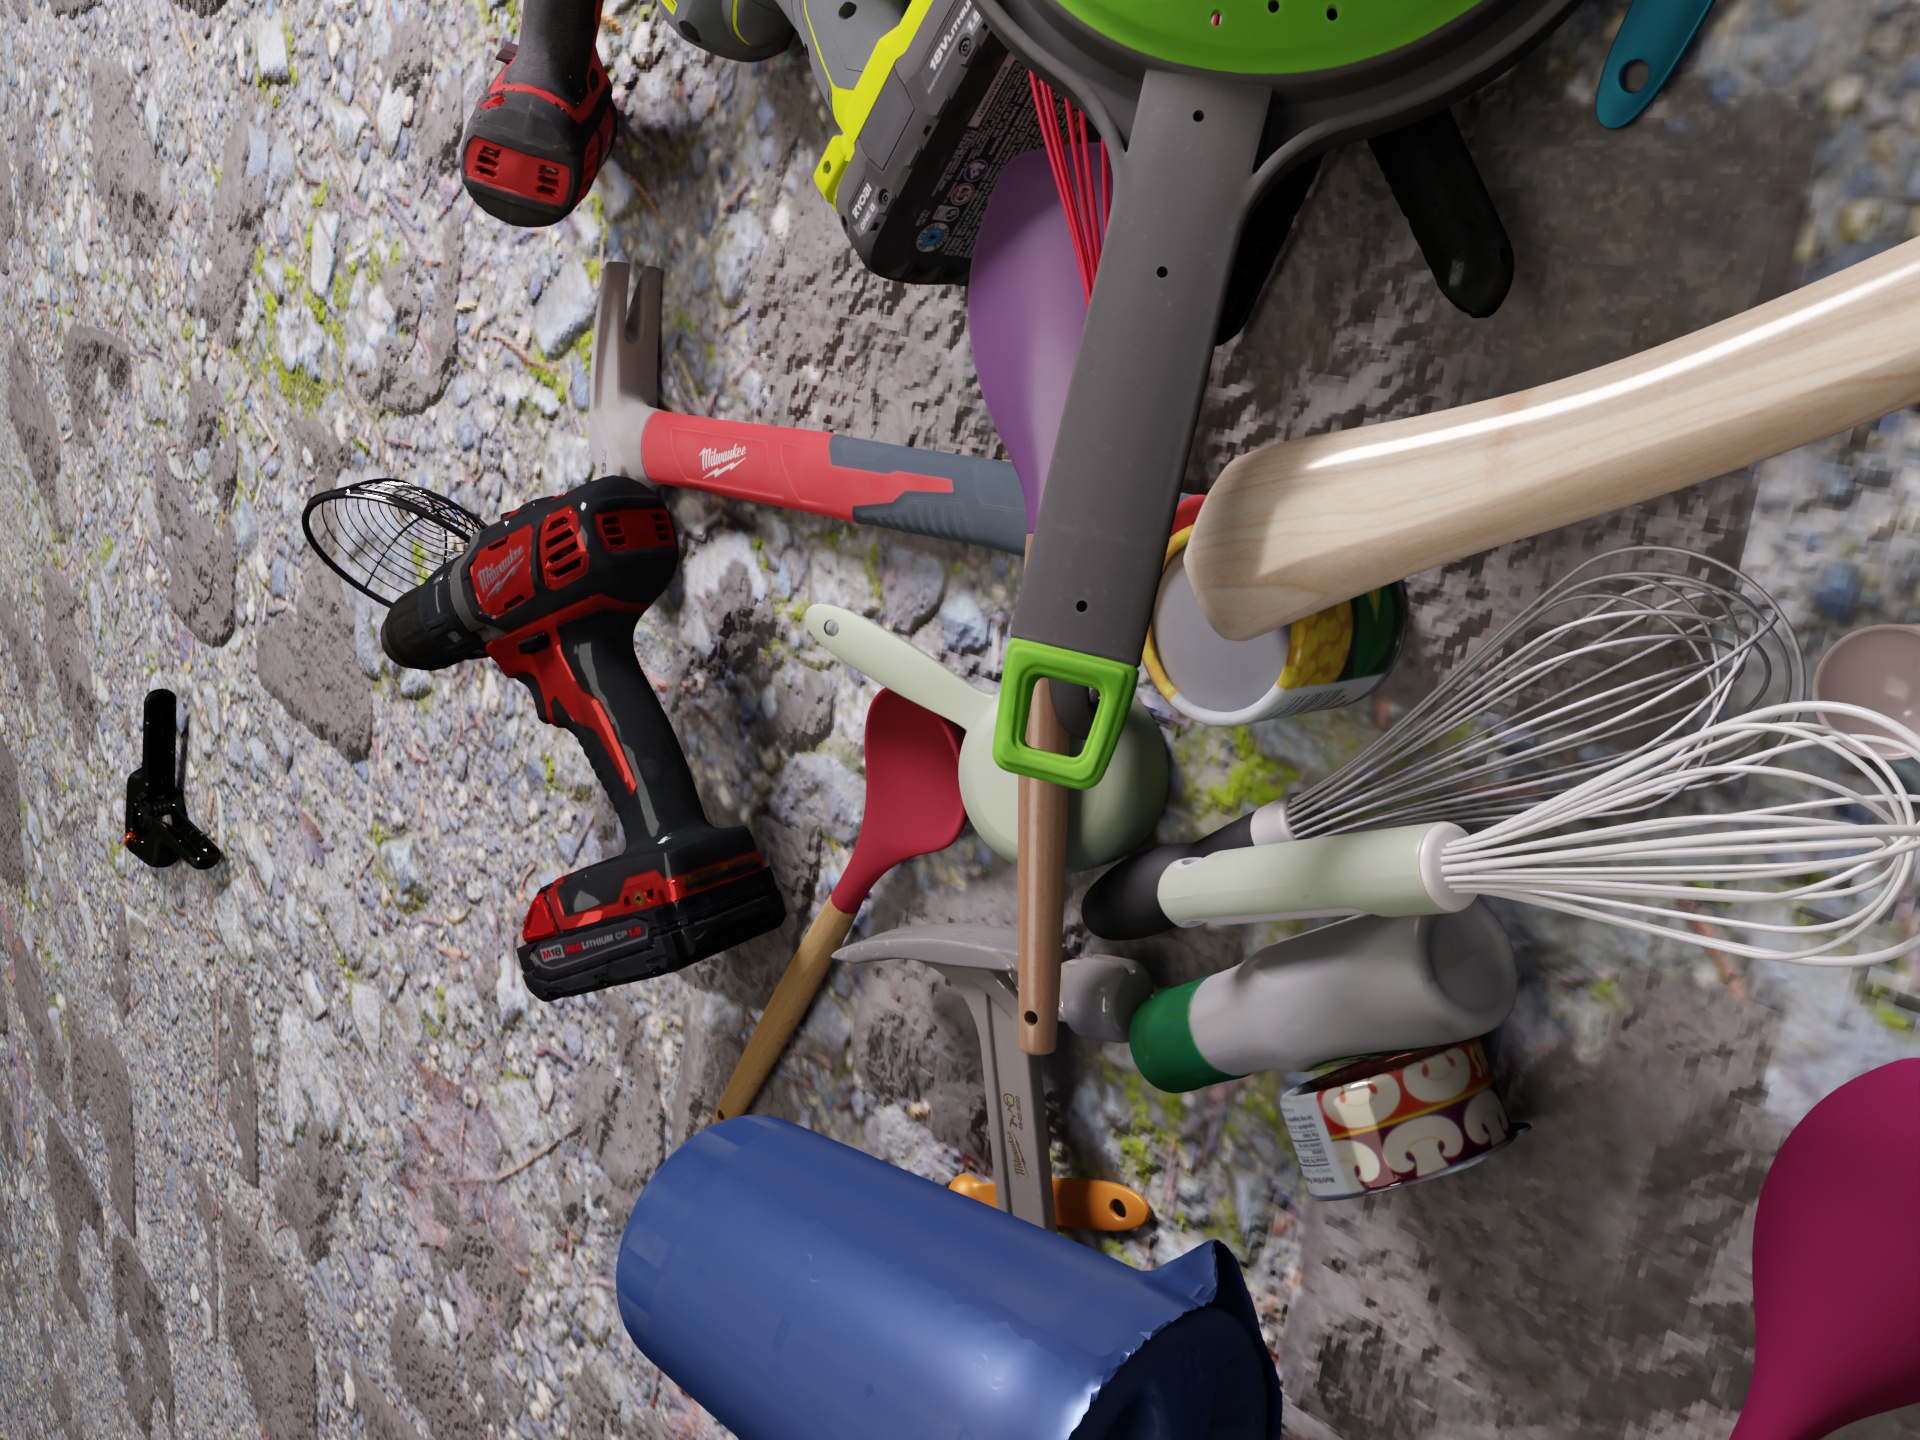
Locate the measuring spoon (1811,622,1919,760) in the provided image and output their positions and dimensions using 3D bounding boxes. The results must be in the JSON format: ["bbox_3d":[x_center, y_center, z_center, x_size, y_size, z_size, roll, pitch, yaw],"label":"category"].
[{"bbox_3d":[0.261,-0.035,0.377,0.124,0.018,0.034,-48,62,33],"label":"measuring spoon"}]

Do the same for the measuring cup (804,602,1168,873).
[{"bbox_3d":[-0.001,-0.002,0.605,0.168,0.038,0.083,31,107,19],"label":"measuring cup"}]

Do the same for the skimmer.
[{"bbox_3d":[-0.242,-0.002,0.866,0.364,0.090,0.127,50,162,26],"label":"skimmer"}]

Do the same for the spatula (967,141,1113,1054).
[{"bbox_3d":[0.028,-0.040,0.558,0.060,0.018,0.316,2,94,30],"label":"spatula"}]

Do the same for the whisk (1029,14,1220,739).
[{"bbox_3d":[0.050,-0.137,0.505,0.073,0.073,0.295,17,109,45],"label":"whisk"}]

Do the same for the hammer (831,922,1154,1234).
[{"bbox_3d":[0.026,0.262,0.651,0.149,0.036,0.359,0,98,43],"label":"hammer"}]

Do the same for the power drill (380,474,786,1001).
[{"bbox_3d":[-0.191,0.013,0.763,0.188,0.080,0.227,-18,90,35],"label":"power drill"}]

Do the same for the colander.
[{"bbox_3d":[0.062,-0.178,0.395,0.204,0.094,0.397,13,90,10],"label":"colander"}]

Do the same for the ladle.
[{"bbox_3d":[-0.063,0.102,0.737,0.069,0.031,0.315,51,131,26],"label":"ladle"}]

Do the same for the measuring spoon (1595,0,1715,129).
[{"bbox_3d":[0.203,-0.213,0.407,0.042,0.021,0.128,49,138,29],"label":"measuring spoon"}]

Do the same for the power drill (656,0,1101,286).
[{"bbox_3d":[-0.027,-0.296,0.595,0.190,0.080,0.229,-53,57,40],"label":"power drill"}]

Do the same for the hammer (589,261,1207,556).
[{"bbox_3d":[-0.045,-0.117,0.672,0.387,0.038,0.143,17,108,45],"label":"hammer"}]

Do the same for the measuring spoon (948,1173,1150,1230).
[{"bbox_3d":[0.033,0.201,0.661,0.117,0.011,0.021,-14,86,47],"label":"measuring spoon"}]

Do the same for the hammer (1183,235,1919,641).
[{"bbox_3d":[0.229,-0.086,0.340,0.410,0.038,0.146,-21,82,38],"label":"hammer"}]

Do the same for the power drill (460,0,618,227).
[{"bbox_3d":[-0.171,-0.346,0.717,0.143,0.078,0.219,-91,20,-54],"label":"power drill"}]

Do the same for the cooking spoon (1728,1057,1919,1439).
[{"bbox_3d":[0.219,0.234,0.461,0.069,0.017,0.318,36,121,39],"label":"cooking spoon"}]

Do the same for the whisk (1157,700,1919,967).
[{"bbox_3d":[0.138,0.039,0.424,0.246,0.057,0.059,-16,82,55],"label":"whisk"}]

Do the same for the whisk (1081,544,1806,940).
[{"bbox_3d":[0.126,0.024,0.502,0.284,0.070,0.070,-33,73,49],"label":"whisk"}]
